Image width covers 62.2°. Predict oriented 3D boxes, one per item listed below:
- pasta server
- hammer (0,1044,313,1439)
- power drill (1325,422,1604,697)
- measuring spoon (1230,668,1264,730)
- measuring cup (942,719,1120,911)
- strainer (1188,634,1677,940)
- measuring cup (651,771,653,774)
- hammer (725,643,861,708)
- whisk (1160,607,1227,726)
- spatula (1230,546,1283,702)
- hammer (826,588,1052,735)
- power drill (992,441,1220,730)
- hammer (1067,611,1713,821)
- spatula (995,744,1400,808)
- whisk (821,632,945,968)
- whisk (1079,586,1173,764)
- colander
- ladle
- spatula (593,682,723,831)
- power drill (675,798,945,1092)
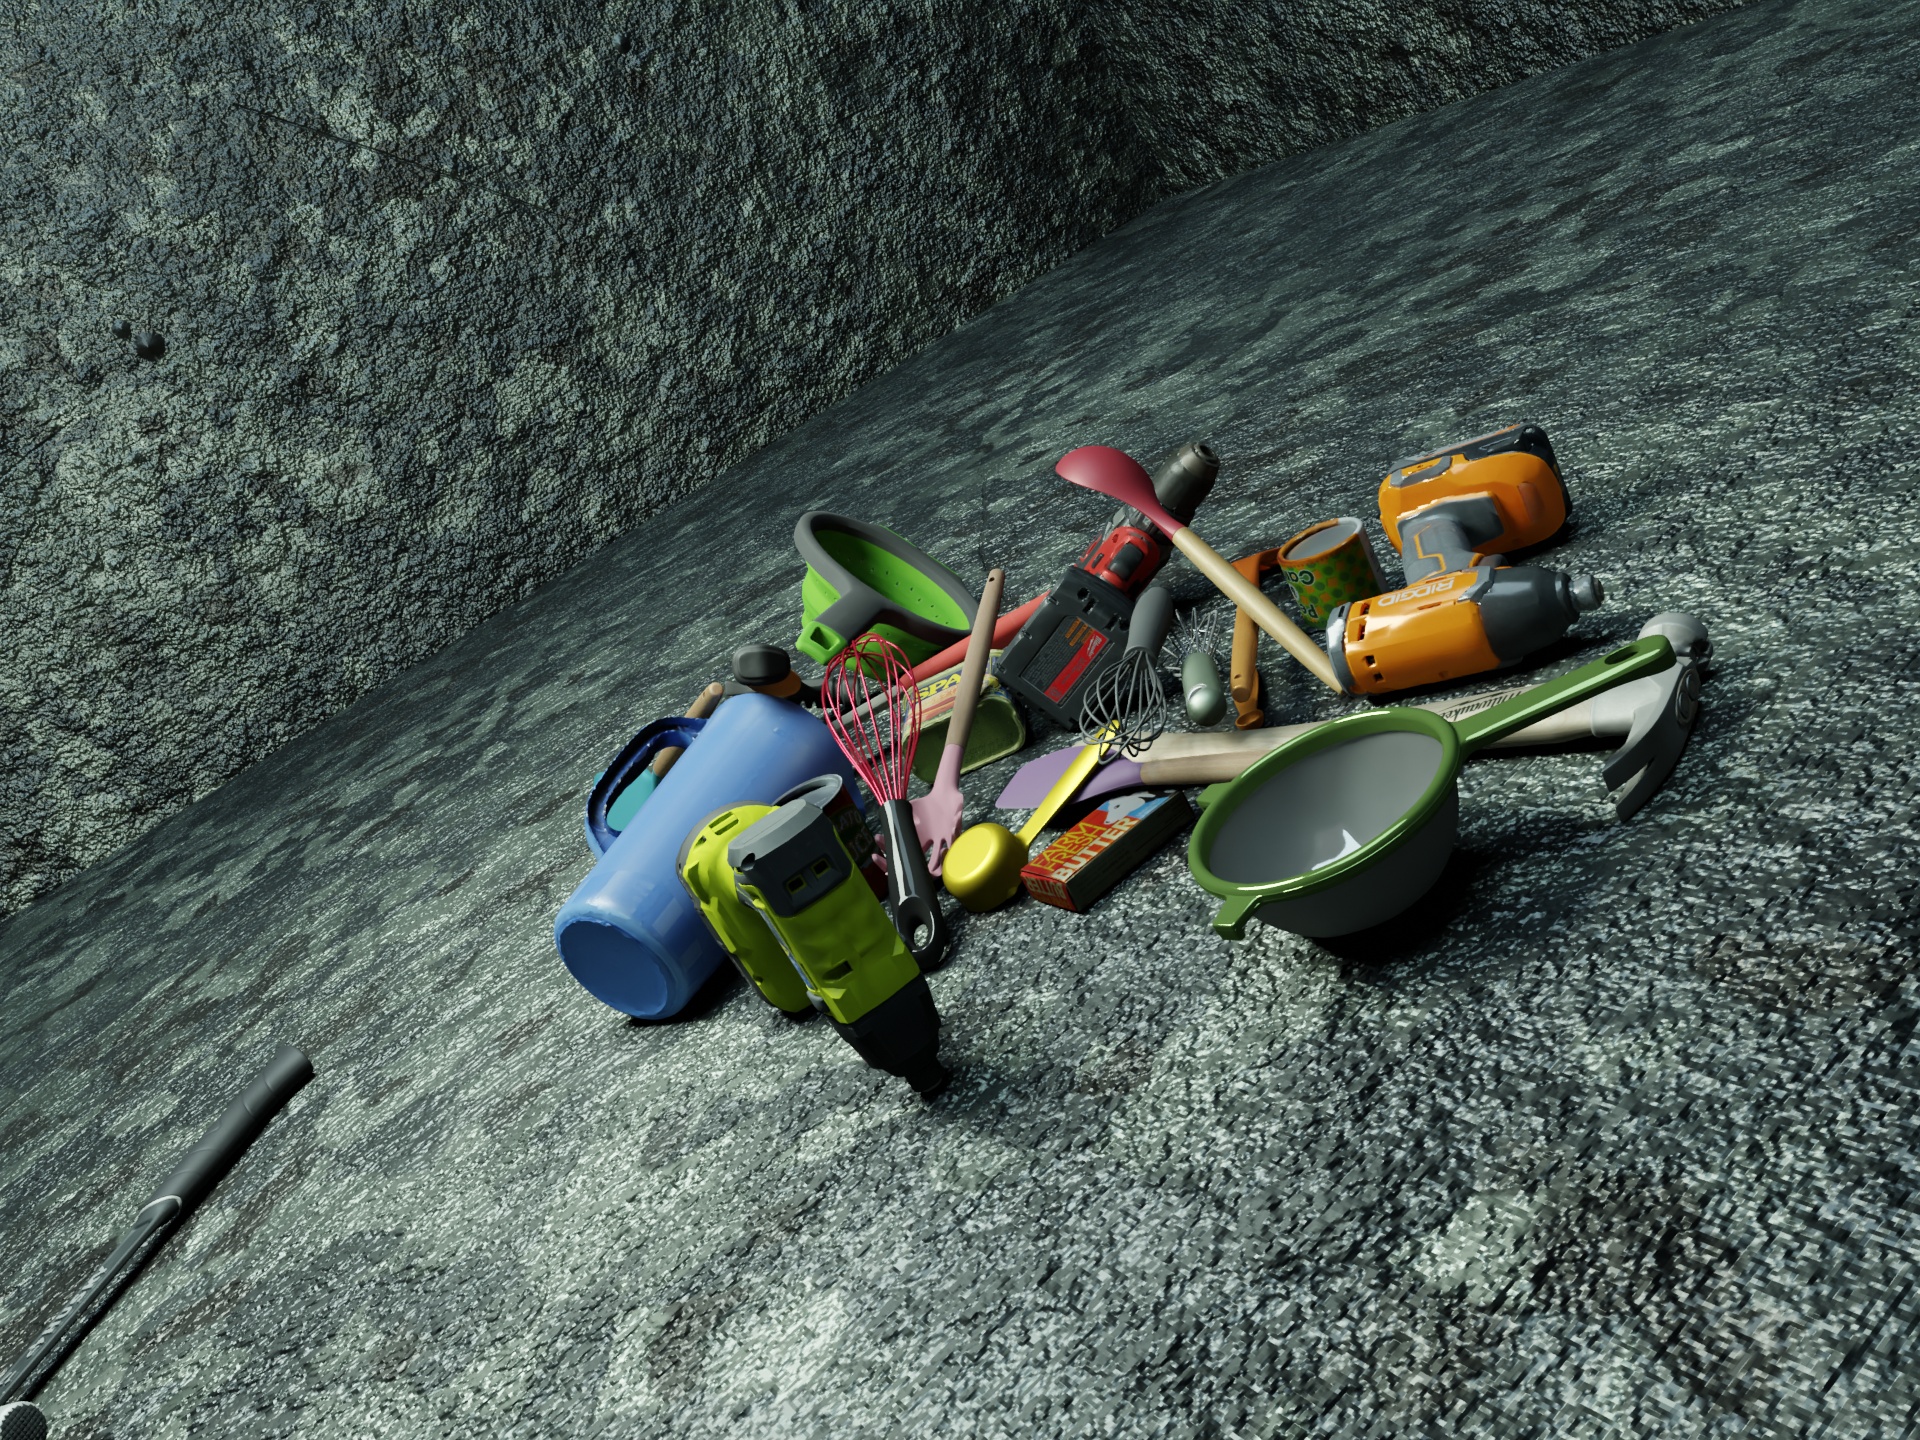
[{"bbox_3d":[-0.002,-0.004,1.171,0.060,0.040,0.316,-7,46,24],"label":"pasta server"},{"bbox_3d":[-0.599,0.374,1.158,0.149,0.036,0.409,-21,20,21],"label":"hammer"},{"bbox_3d":[0.340,-0.107,1.040,0.164,0.084,0.227,-14,28,33],"label":"power drill"},{"bbox_3d":[0.200,-0.016,1.104,0.021,0.011,0.117,-23,17,15],"label":"measuring spoon"},{"bbox_3d":[0.045,0.055,1.024,0.156,0.029,0.062,-50,30,0],"label":"measuring cup"},{"bbox_3d":[0.243,0.040,0.803,0.256,0.069,0.152,-27,19,15],"label":"strainer"},{"bbox_3d":[-0.230,0.053,1.443,0.173,0.052,0.095,-22,20,40],"label":"measuring cup"},{"bbox_3d":[-0.158,-0.032,1.334,0.127,0.034,0.337,-4,-3,0],"label":"hammer"},{"bbox_3d":[0.162,-0.035,1.081,0.058,0.059,0.246,-47,6,14],"label":"whisk"},{"bbox_3d":[0.215,-0.077,1.160,0.081,0.041,0.323,-19,19,20],"label":"spatula"},{"bbox_3d":[-0.010,-0.051,1.359,0.359,0.037,0.149,-30,-11,-17],"label":"hammer"},{"bbox_3d":[0.124,-0.113,1.246,0.187,0.080,0.227,-53,2,35],"label":"power drill"},{"bbox_3d":[0.221,0.018,0.952,0.411,0.038,0.146,-9,29,43],"label":"hammer"},{"bbox_3d":[0.135,0.030,0.979,0.316,0.018,0.060,-6,38,50],"label":"spatula"},{"bbox_3d":[-0.048,0.047,1.080,0.073,0.073,0.296,-25,45,10],"label":"whisk"},{"bbox_3d":[0.118,-0.037,1.050,0.055,0.055,0.239,-20,20,22],"label":"whisk"},{"bbox_3d":[-0.096,-0.080,1.417,0.094,0.204,0.397,-57,0,19],"label":"colander"},{"bbox_3d":[0.170,-0.116,1.129,0.069,0.031,0.316,-12,45,-32],"label":"ladle"},{"bbox_3d":[-0.259,0.034,1.355,0.044,0.082,0.317,3,-23,-24],"label":"spatula"},{"bbox_3d":[-0.087,0.125,0.927,0.080,0.171,0.223,-34,12,-16],"label":"power drill"}]
